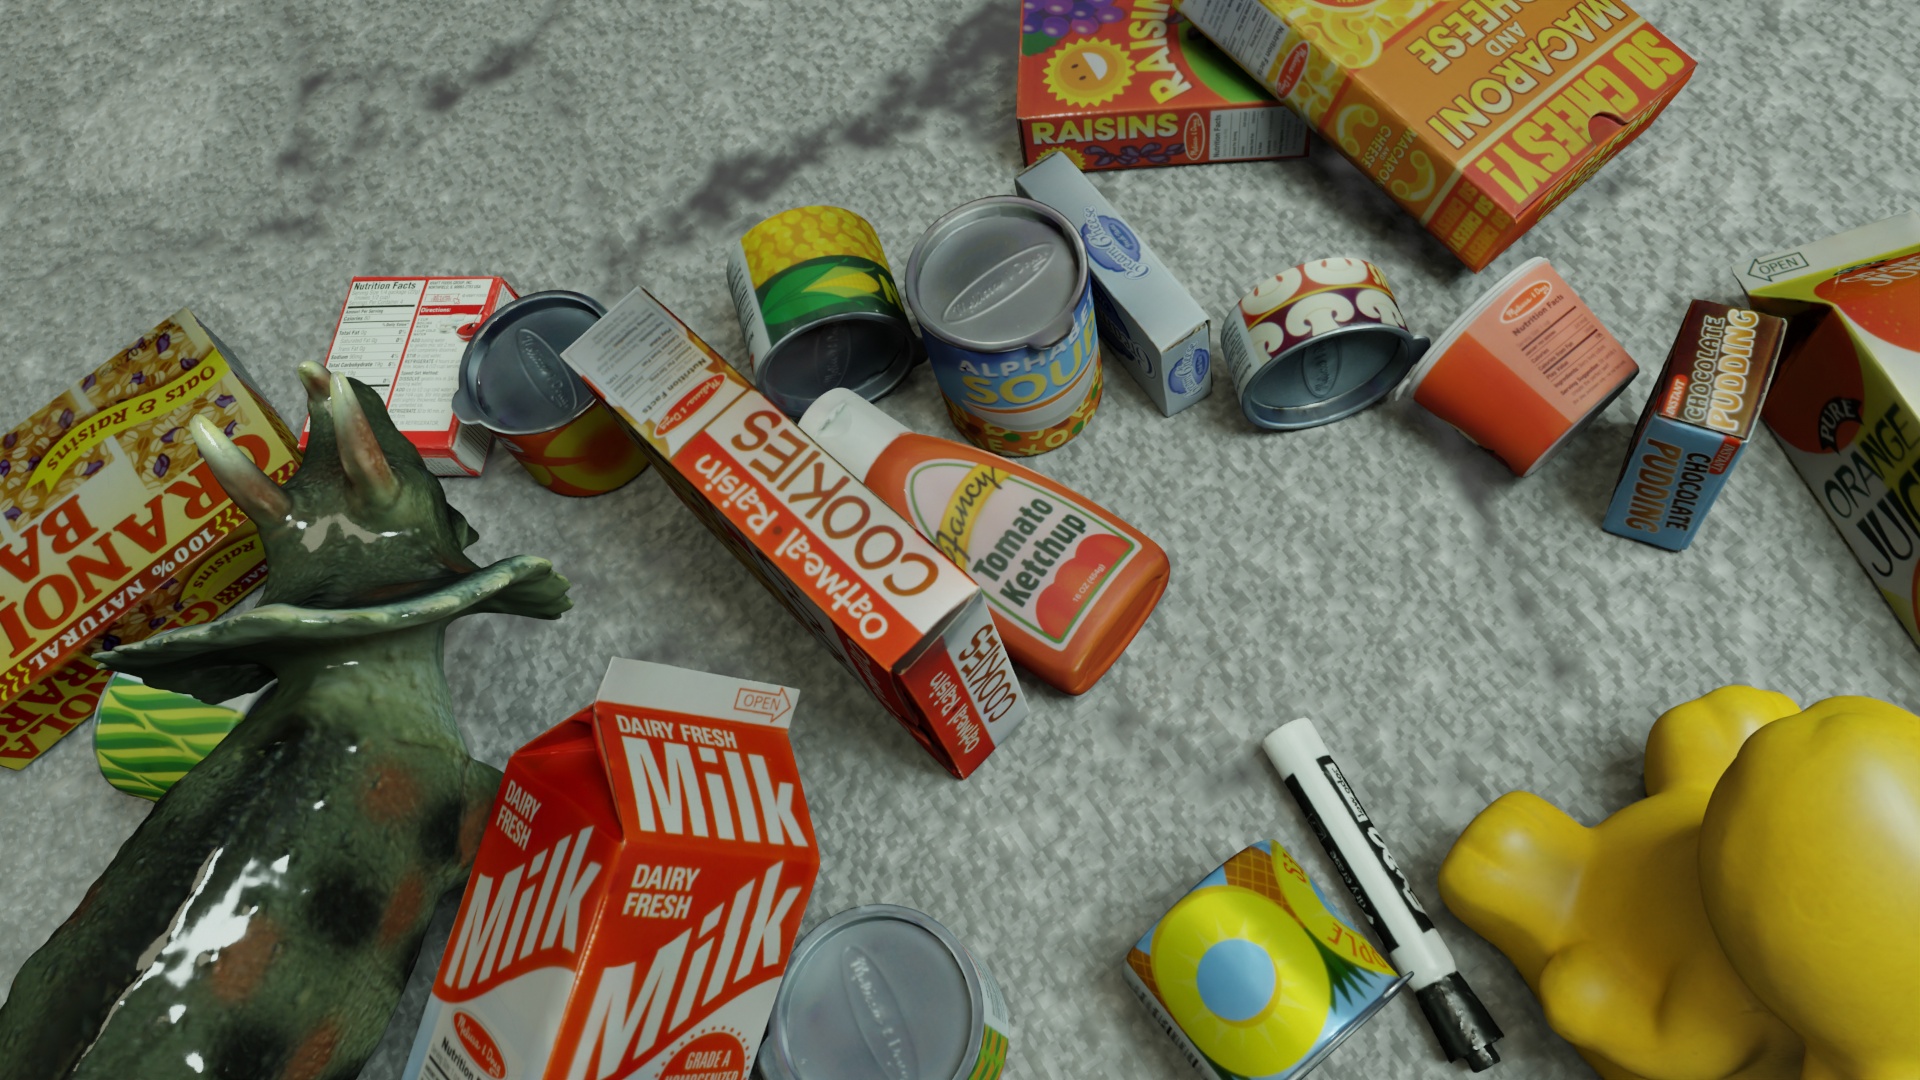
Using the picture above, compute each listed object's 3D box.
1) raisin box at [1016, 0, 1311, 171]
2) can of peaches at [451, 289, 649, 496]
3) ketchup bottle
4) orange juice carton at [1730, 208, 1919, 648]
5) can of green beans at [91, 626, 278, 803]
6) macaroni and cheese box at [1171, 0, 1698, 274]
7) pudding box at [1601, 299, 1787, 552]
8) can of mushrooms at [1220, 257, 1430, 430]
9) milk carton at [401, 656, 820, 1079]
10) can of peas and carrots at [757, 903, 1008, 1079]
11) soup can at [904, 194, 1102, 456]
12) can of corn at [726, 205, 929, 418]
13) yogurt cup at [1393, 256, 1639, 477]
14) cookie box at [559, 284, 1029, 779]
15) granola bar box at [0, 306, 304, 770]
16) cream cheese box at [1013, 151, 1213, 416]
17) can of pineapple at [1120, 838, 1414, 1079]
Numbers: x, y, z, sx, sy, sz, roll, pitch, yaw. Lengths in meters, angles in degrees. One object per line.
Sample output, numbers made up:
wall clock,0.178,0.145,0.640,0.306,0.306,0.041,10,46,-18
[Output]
raisin box,0.088,-0.207,0.604,0.123,0.040,0.086,-1,66,8
can of peaches,-0.162,-0.058,0.566,0.071,0.058,0.071,-4,65,8
ketchup bottle,0.002,-0.007,0.521,0.149,0.043,0.065,34,75,23
orange juice carton,0.337,-0.028,0.456,0.072,0.072,0.193,-19,63,1
can of green beans,-0.274,0.071,0.520,0.058,0.071,0.071,12,68,15
macaroni and cheese box,0.188,-0.202,0.554,0.124,0.040,0.166,-39,76,-20
pudding box,0.246,-0.037,0.470,0.030,0.083,0.050,19,71,21
can of mushrooms,0.134,-0.073,0.516,0.071,0.070,0.033,-15,63,3
milk carton,-0.104,0.130,0.414,0.073,0.072,0.190,18,90,46
can of peas and carrots,-0.023,0.155,0.440,0.071,0.058,0.071,-4,65,9
soup can,0.021,-0.077,0.529,0.071,0.083,0.071,-4,65,9
can of corn,-0.054,-0.092,0.560,0.071,0.071,0.058,-20,63,1
yogurt cup,0.204,-0.060,0.501,0.072,0.072,0.054,-39,73,-9
cookie box,-0.053,0.001,0.482,0.040,0.122,0.168,-44,66,-10
granola bar box,-0.361,-0.004,0.586,0.166,0.039,0.124,-40,64,-10
cream cheese box,0.061,-0.101,0.550,0.024,0.053,0.104,-33,64,-4
can of pineapple,0.093,0.133,0.425,0.071,0.070,0.058,-38,64,-8
